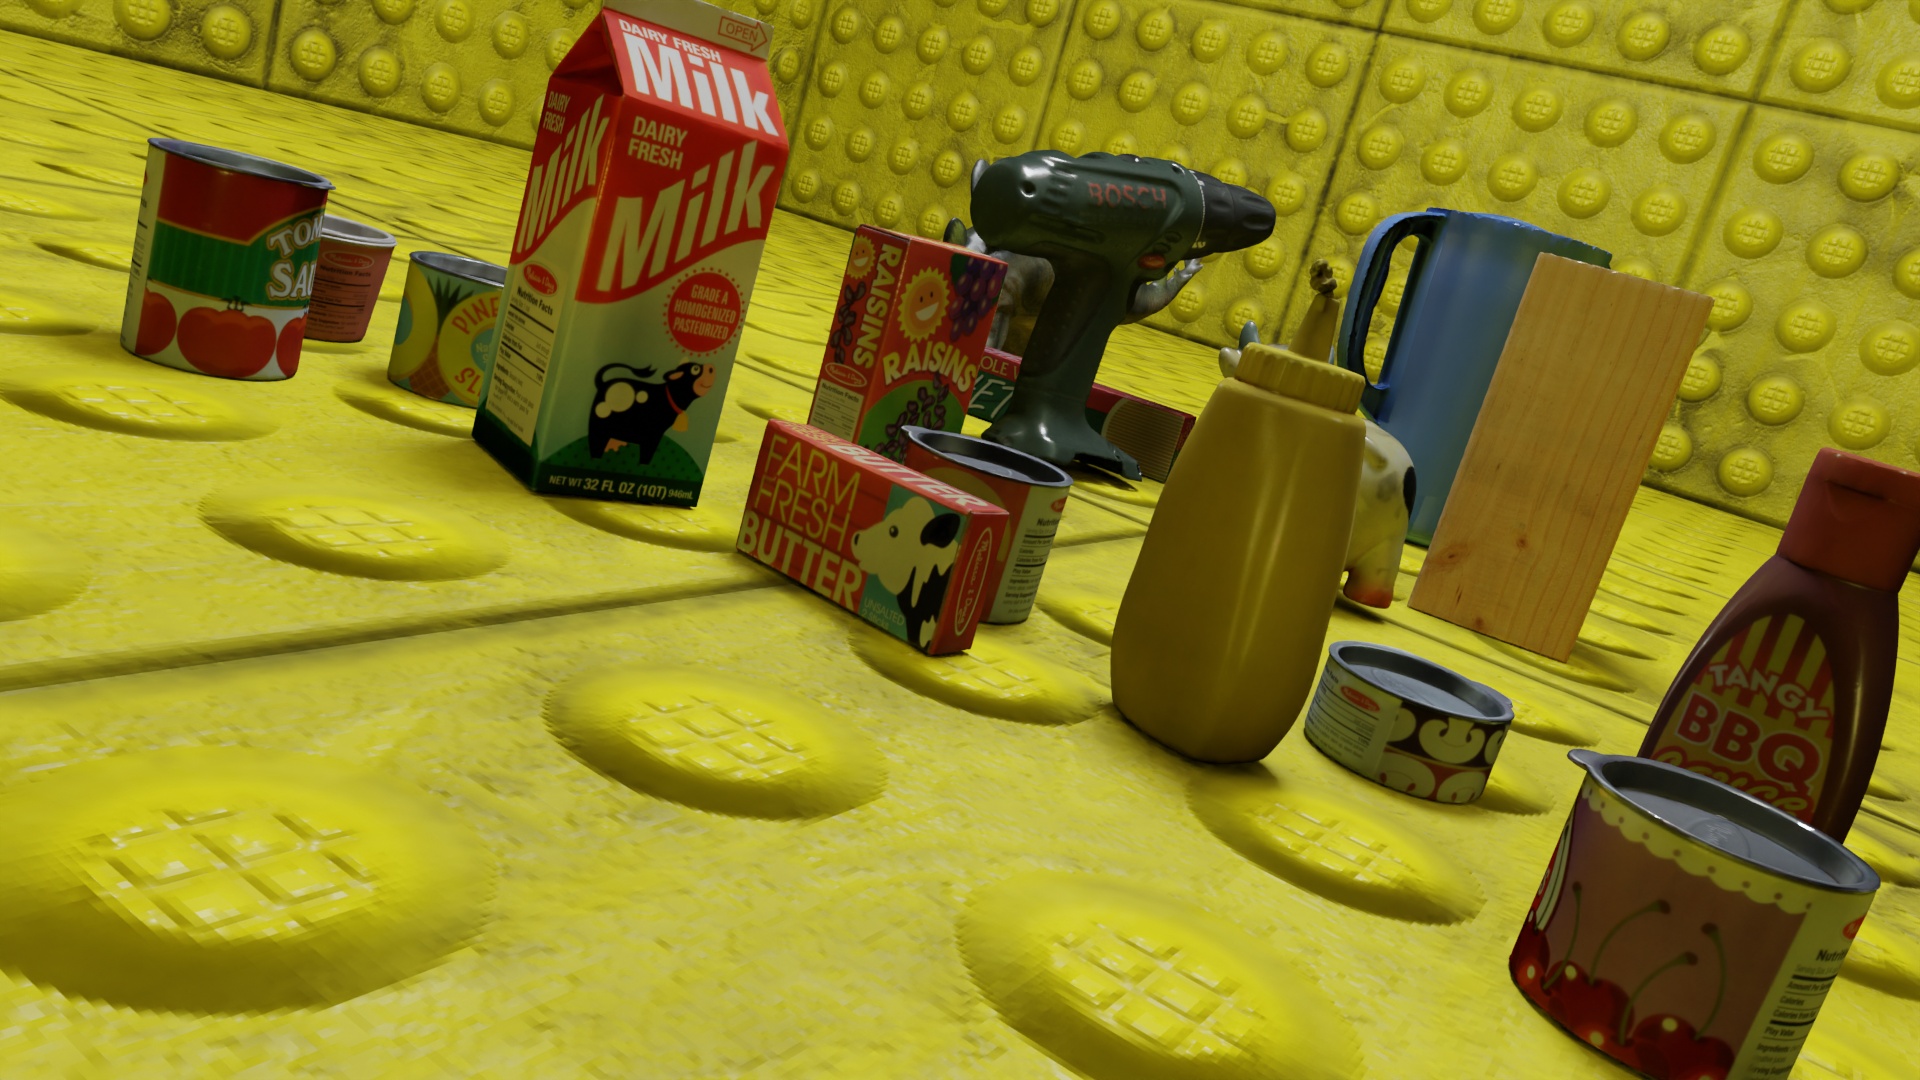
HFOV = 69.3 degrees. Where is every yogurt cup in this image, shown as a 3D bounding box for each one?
[{"bbox_3d":[-0.314,-0.129,0.674,0.072,0.053,0.072,15,13,-4],"label":"yogurt cup"}]

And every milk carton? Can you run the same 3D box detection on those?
[{"bbox_3d":[-0.126,-0.115,0.543,0.072,0.190,0.073,5,17,-40],"label":"milk carton"}]

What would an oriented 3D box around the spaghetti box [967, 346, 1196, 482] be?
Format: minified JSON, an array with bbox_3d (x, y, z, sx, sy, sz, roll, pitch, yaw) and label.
[{"bbox_3d":[0.046,-0.105,1.012,0.250,0.050,0.029,21,14,21],"label":"spaghetti box"}]

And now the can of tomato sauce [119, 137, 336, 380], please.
[{"bbox_3d":[-0.297,-0.113,0.566,0.071,0.083,0.071,15,13,-4],"label":"can of tomato sauce"}]

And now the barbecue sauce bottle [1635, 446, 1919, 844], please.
[{"bbox_3d":[0.271,0.045,0.455,0.044,0.148,0.065,4,18,-44],"label":"barbecue sauce bottle"}]

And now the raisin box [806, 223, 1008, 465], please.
[{"bbox_3d":[-0.029,-0.096,0.724,0.040,0.123,0.086,25,16,35],"label":"raisin box"}]

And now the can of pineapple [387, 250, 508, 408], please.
[{"bbox_3d":[-0.222,-0.095,0.636,0.071,0.057,0.071,15,13,-4],"label":"can of pineapple"}]

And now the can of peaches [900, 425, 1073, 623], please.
[{"bbox_3d":[0.002,-0.007,0.541,0.071,0.058,0.071,15,13,-4],"label":"can of peaches"}]

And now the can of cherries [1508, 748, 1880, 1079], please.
[{"bbox_3d":[0.176,0.092,0.343,0.071,0.058,0.071,15,13,-4],"label":"can of cherries"}]

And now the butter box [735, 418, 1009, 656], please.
[{"bbox_3d":[-0.034,-0.003,0.495,0.103,0.053,0.024,26,16,35],"label":"butter box"}]

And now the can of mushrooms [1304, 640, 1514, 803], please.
[{"bbox_3d":[0.160,0.064,0.494,0.071,0.033,0.071,15,13,-4],"label":"can of mushrooms"}]

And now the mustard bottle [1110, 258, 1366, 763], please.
[{"bbox_3d":[0.096,-0.010,0.444,0.049,0.159,0.065,7,16,-35],"label":"mustard bottle"}]
